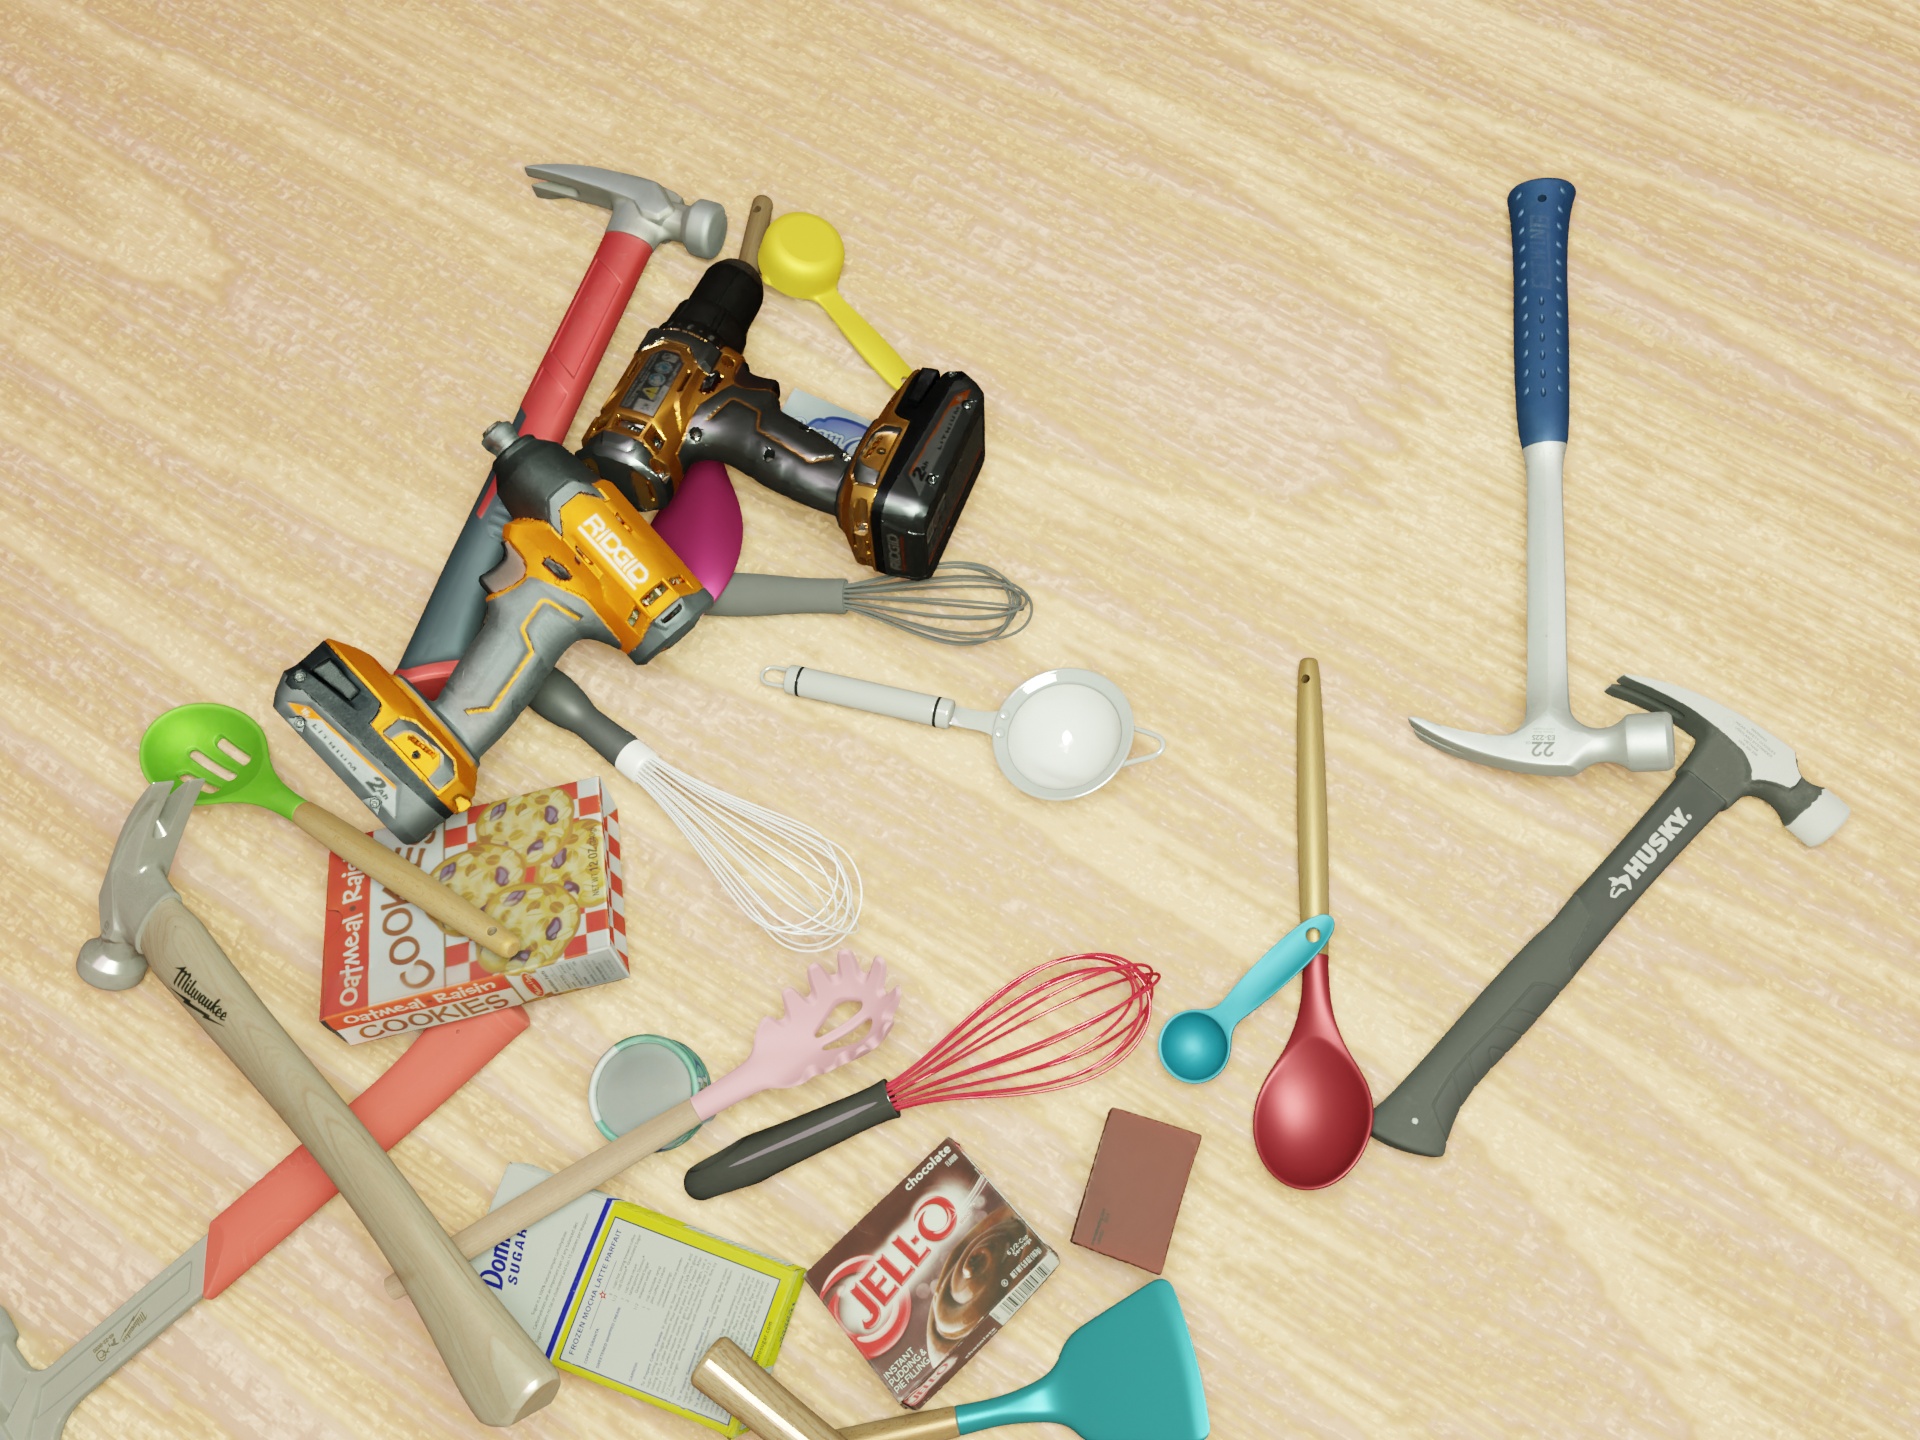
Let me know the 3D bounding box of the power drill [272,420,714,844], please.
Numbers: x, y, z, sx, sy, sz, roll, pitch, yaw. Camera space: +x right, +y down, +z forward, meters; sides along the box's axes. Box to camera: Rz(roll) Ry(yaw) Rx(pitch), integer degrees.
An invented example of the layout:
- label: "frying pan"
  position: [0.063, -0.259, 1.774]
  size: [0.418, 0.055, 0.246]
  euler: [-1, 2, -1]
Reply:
- label: "power drill"
  position: [-0.278, -0.056, 0.919]
  size: [0.226, 0.084, 0.164]
  euler: [-43, 99, -14]

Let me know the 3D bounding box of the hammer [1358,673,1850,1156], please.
- label: "hammer"
  position: [0.349, 0.119, 0.916]
  size: [0.146, 0.035, 0.335]
  euler: [43, 80, 13]

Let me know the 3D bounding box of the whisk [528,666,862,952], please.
- label: "whisk"
  position: [-0.171, 0.043, 0.959]
  size: [0.285, 0.070, 0.070]
  euler: [36, 79, 18]

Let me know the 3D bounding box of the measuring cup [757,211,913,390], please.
- label: "measuring cup"
  position: [-0.074, -0.276, 1.052]
  size: [0.062, 0.029, 0.156]
  euler: [-35, 78, -28]

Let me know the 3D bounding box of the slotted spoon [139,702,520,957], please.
- label: "slotted spoon"
  position: [-0.372, 0.067, 0.935]
  size: [0.314, 0.031, 0.070]
  euler: [25, 59, 26]

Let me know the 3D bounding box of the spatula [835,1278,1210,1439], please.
- label: "spatula"
  position: [-0.028, 0.379, 0.855]
  size: [0.317, 0.044, 0.082]
  euler: [-14, 63, 0]

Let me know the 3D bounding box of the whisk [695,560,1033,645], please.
- label: "whisk"
  position: [-0.074, -0.074, 0.992]
  size: [0.239, 0.055, 0.055]
  euler: [2, 74, 8]

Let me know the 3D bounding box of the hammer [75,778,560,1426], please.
- label: "hammer"
  position: [-0.346, 0.203, 0.855]
  size: [0.411, 0.038, 0.146]
  euler: [40, 113, 23]

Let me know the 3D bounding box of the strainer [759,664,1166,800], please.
- label: "strainer"
  position: [-0.002, -0.003, 0.969]
  size: [0.258, 0.050, 0.087]
  euler: [13, 69, 13]

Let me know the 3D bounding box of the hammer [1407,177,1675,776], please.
- label: "hammer"
  position: [0.355, -0.159, 0.984]
  size: [0.144, 0.035, 0.406]
  euler: [-3, 68, 25]

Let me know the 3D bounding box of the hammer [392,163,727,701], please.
- label: "hammer"
  position: [-0.286, -0.193, 1.028]
  size: [0.143, 0.038, 0.386]
  euler: [17, 71, 9]

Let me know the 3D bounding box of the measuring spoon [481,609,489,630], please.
- label: "measuring spoon"
  position: [-0.306, -0.023, 1.006]
  size: [0.034, 0.018, 0.124]
  euler: [4, 81, 4]

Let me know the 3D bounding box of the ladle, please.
- label: "ladle"
  position: [0.205, 0.111, 0.929]
  size: [0.069, 0.031, 0.316]
  euler: [-7, 68, 28]

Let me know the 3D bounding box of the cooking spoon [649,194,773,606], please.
- label: "cooking spoon"
  position: [-0.157, -0.210, 1.037]
  size: [0.069, 0.017, 0.319]
  euler: [3, 69, 14]

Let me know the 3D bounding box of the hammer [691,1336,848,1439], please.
- label: "hammer"
  position: [0.001, 0.422, 0.791]
  size: [0.331, 0.130, 0.031]
  euler: [35, 82, 11]

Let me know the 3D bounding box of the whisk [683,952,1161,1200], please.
- label: "whisk"
  position: [-0.021, 0.206, 0.900]
  size: [0.296, 0.073, 0.073]
  euler: [-24, 74, 1]

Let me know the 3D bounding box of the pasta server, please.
- label: "pasta server"
  position: [-0.171, 0.225, 0.873]
  size: [0.316, 0.040, 0.060]
  euler: [-29, 60, -10]

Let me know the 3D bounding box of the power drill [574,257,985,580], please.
- label: "power drill"
  position: [-0.099, -0.193, 0.981]
  size: [0.226, 0.084, 0.185]
  euler: [17, 63, 11]

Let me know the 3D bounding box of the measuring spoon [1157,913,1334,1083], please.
- label: "measuring spoon"
  position: [0.167, 0.159, 0.912]
  size: [0.128, 0.021, 0.042]
  euler: [-43, 62, 0]

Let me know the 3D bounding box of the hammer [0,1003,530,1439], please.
- label: "hammer"
  position: [-0.390, 0.289, 0.905]
  size: [0.359, 0.036, 0.149]
  euler: [-40, 76, -8]
